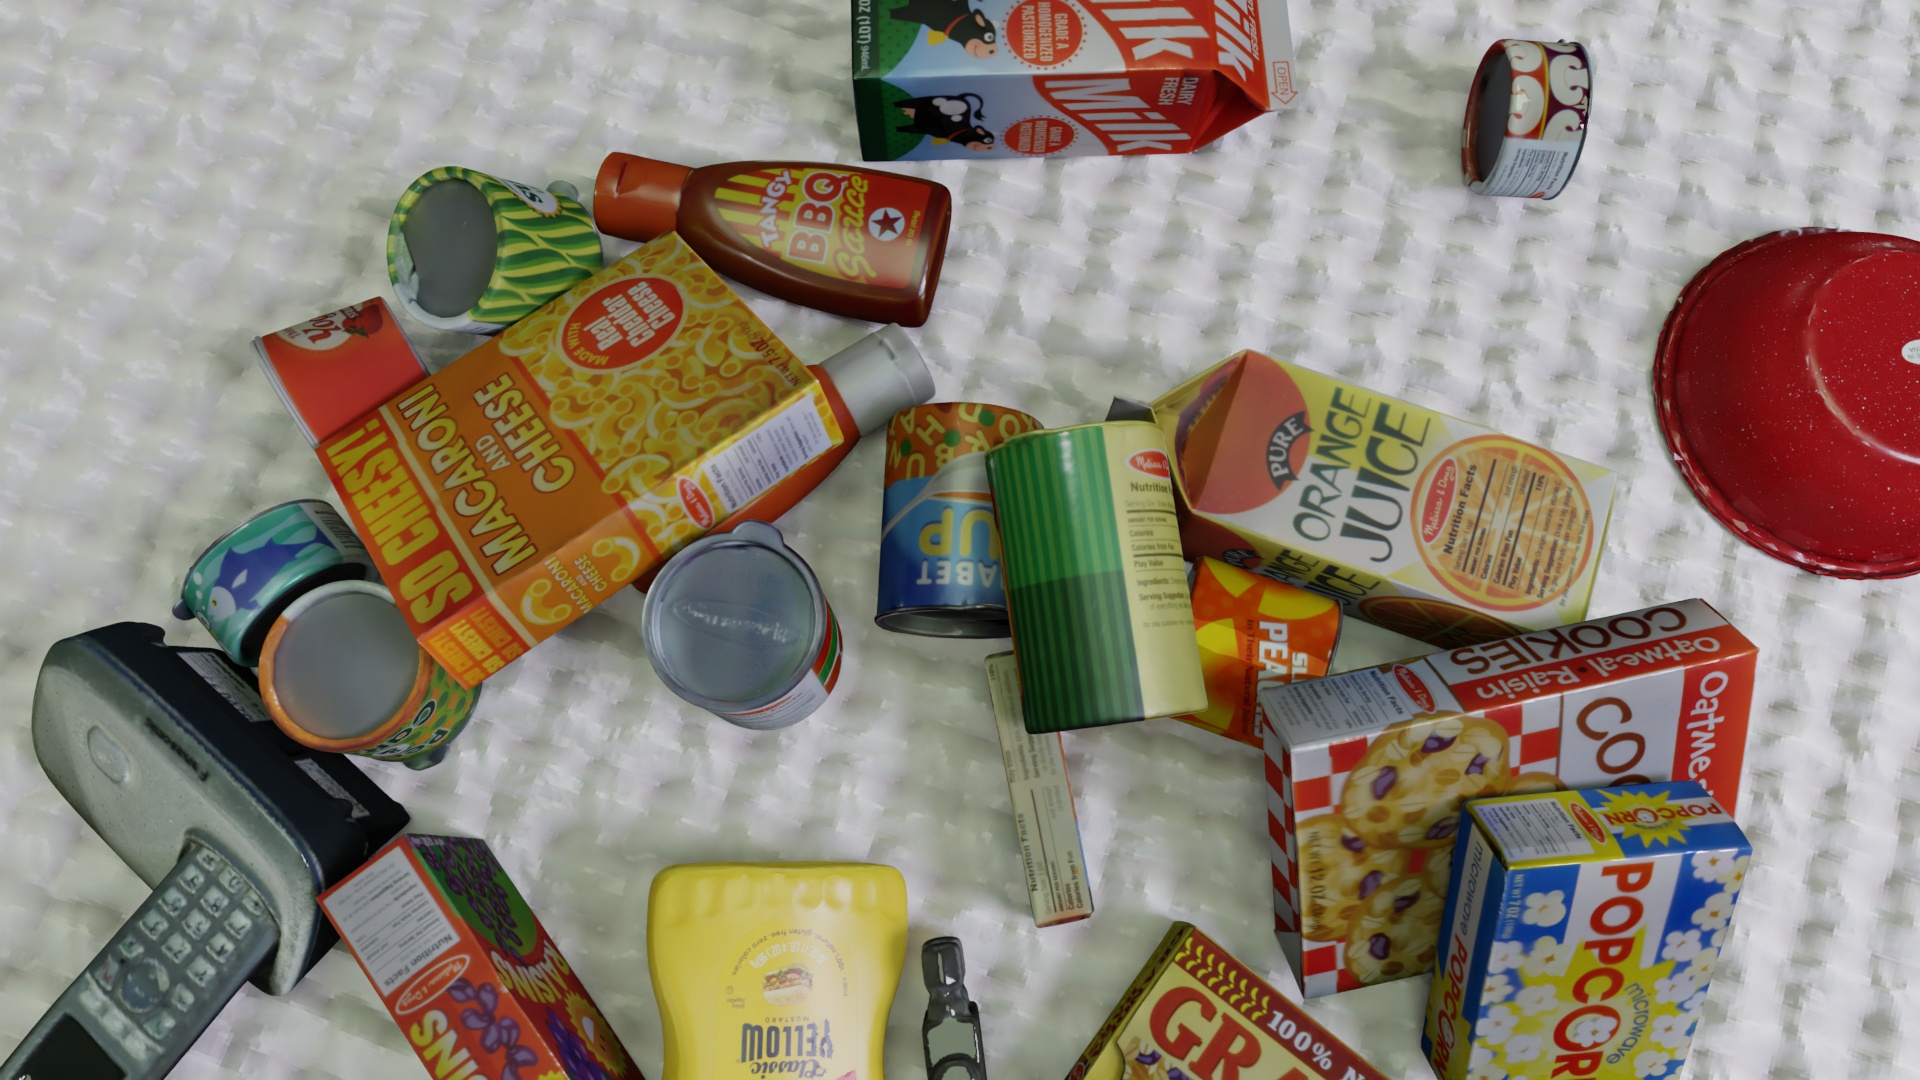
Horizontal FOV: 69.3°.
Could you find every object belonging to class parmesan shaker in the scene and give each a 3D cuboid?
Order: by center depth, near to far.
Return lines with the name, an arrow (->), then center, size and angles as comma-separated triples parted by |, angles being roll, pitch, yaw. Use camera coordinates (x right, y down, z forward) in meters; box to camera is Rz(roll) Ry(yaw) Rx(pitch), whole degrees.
parmesan shaker -> 0.046, 0.015, 0.498 | 0.071, 0.071, 0.103 | -7, 82, -1

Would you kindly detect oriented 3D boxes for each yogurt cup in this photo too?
yogurt cup -> -0.250, -0.065, 0.575 | 0.054, 0.072, 0.072 | -31, 79, -15

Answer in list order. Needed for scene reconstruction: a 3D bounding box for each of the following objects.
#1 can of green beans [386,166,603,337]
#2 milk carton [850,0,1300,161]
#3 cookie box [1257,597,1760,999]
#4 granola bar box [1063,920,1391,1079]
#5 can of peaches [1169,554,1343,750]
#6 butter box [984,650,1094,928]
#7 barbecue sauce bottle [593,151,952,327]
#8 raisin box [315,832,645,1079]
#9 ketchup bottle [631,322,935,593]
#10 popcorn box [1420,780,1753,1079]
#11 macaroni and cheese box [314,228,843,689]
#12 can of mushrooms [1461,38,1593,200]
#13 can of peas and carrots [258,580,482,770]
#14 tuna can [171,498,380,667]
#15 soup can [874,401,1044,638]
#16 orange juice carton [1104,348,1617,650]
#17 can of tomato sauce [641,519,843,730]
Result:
can of green beans -> -0.193, -0.117, 0.577 | 0.071, 0.058, 0.071 | 1, 92, 26
milk carton -> 0.049, -0.215, 0.604 | 0.191, 0.073, 0.072 | -2, 77, -1
cookie box -> 0.199, 0.096, 0.512 | 0.167, 0.040, 0.122 | -12, 119, -3
granola bar box -> 0.114, 0.243, 0.513 | 0.166, 0.039, 0.124 | 37, 79, 8
can of peaches -> 0.110, 0.045, 0.544 | 0.058, 0.071, 0.071 | 19, 78, 6
butter box -> 0.031, 0.095, 0.541 | 0.024, 0.053, 0.103 | -11, 76, 1
barbecue sauce bottle -> -0.081, -0.136, 0.601 | 0.148, 0.043, 0.065 | 12, 74, 3
raisin box -> -0.170, 0.169, 0.507 | 0.040, 0.086, 0.123 | -37, 79, -9
ketchup bottle -> -0.083, -0.040, 0.578 | 0.149, 0.043, 0.065 | -30, 69, -7
popcorn box -> 0.219, 0.147, 0.496 | 0.085, 0.038, 0.126 | -5, 120, -4
macaroni and cheese box -> -0.148, -0.037, 0.538 | 0.167, 0.040, 0.124 | -35, 53, -12
can of mushrooms -> 0.243, -0.184, 0.600 | 0.033, 0.071, 0.071 | 4, 77, 2
can of peas and carrots -> -0.231, 0.055, 0.548 | 0.071, 0.058, 0.071 | 0, 77, 1
tuna can -> -0.271, 0.019, 0.552 | 0.071, 0.071, 0.033 | -42, 81, -9
soup can -> 0.002, -0.007, 0.556 | 0.071, 0.071, 0.084 | 2, 77, 1
orange juice carton -> 0.148, -0.017, 0.558 | 0.193, 0.071, 0.073 | 19, 78, 4
can of tomato sauce -> -0.081, 0.036, 0.540 | 0.071, 0.083, 0.071 | 0, 77, 0
